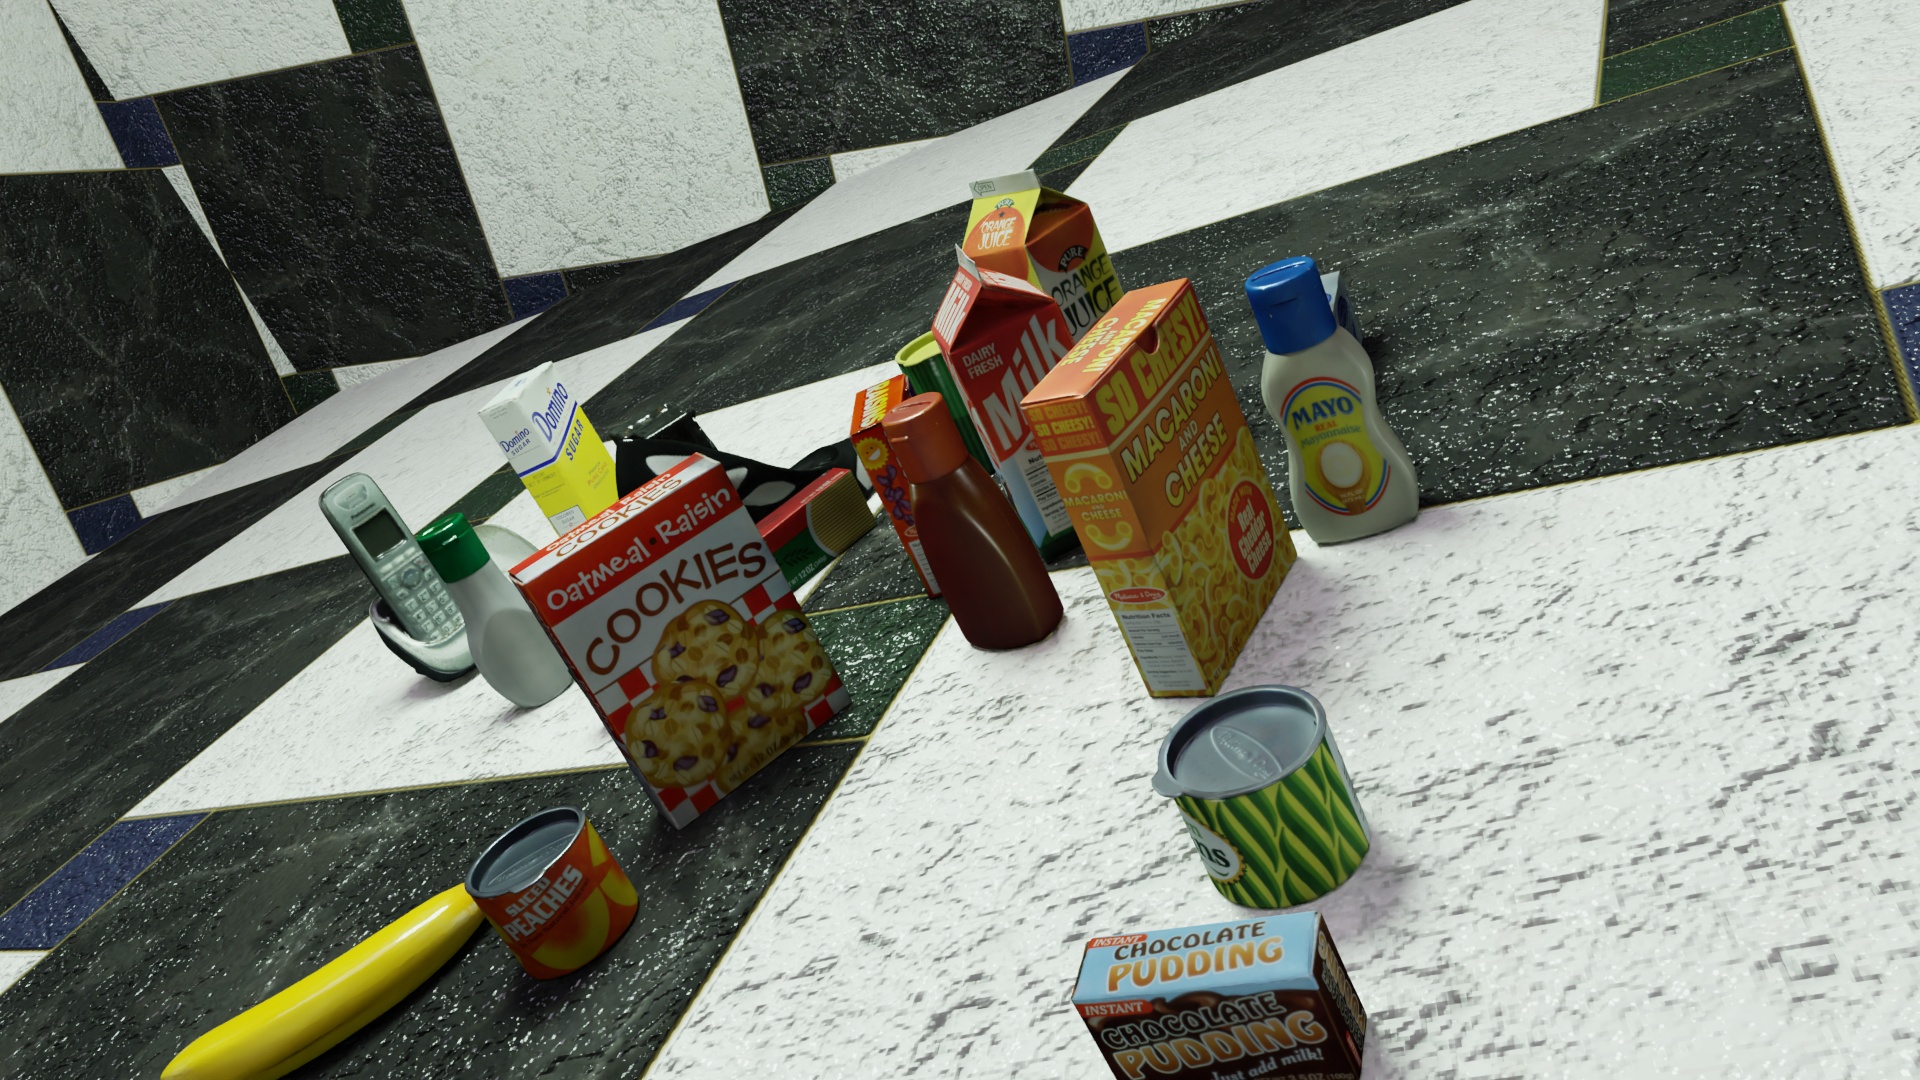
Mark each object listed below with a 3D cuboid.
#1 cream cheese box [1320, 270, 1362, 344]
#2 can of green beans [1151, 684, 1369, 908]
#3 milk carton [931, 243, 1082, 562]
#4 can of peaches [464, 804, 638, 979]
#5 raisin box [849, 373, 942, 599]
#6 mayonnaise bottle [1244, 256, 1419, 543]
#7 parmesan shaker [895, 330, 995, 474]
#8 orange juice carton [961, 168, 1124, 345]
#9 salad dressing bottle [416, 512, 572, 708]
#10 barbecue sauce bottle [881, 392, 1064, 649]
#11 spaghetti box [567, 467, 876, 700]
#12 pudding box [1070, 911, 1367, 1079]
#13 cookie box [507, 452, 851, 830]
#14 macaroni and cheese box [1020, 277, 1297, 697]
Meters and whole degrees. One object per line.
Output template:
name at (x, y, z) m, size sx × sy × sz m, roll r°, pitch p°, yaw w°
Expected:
cream cheese box at (0.245, -0.135, 0.917) m, size 0.024 × 0.053 × 0.104 m, roll -15°, pitch 25°, yaw 25°
can of green beans at (0.117, 0.098, 0.535) m, size 0.071 × 0.057 × 0.071 m, roll -22°, pitch 23°, yaw 10°
milk carton at (0.040, -0.091, 0.857) m, size 0.073 × 0.190 × 0.072 m, roll -26°, pitch 22°, yaw -1°
can of peaches at (-0.204, 0.178, 0.699) m, size 0.071 × 0.058 × 0.071 m, roll -22°, pitch 23°, yaw 10°
raisin box at (-0.028, -0.036, 0.897) m, size 0.040 × 0.123 × 0.086 m, roll -22°, pitch 22°, yaw 9°
mayonnaise bottle at (0.187, -0.072, 0.715) m, size 0.064 × 0.147 × 0.041 m, roll -16°, pitch 24°, yaw 23°
parmesan shaker at (0.001, -0.103, 1.040) m, size 0.071 × 0.102 × 0.071 m, roll -22°, pitch 22°, yaw 10°
orange juice carton at (0.067, -0.179, 1.019) m, size 0.073 × 0.192 × 0.072 m, roll -39°, pitch 26°, yaw -30°
salad dressing bottle at (-0.334, 0.050, 0.998) m, size 0.064 × 0.147 × 0.044 m, roll -34°, pitch 23°, yaw -19°
barbecue sauce bottle at (0.003, -0.010, 0.773) m, size 0.065 × 0.148 × 0.044 m, roll -6°, pitch 29°, yaw 40°
spaghetti box at (-0.160, 0.035, 0.975) m, size 0.251 × 0.050 × 0.028 m, roll -40°, pitch 26°, yaw -32°
pudding box at (0.085, 0.153, 0.458) m, size 0.083 × 0.049 × 0.030 m, roll -14°, pitch 25°, yaw 26°
cookie box at (-0.152, 0.055, 0.770) m, size 0.123 × 0.167 × 0.040 m, roll -35°, pitch 24°, yaw -22°
macaroni and cheese box at (0.104, -0.027, 0.680) m, size 0.040 × 0.166 × 0.124 m, roll -7°, pitch 29°, yaw 39°
